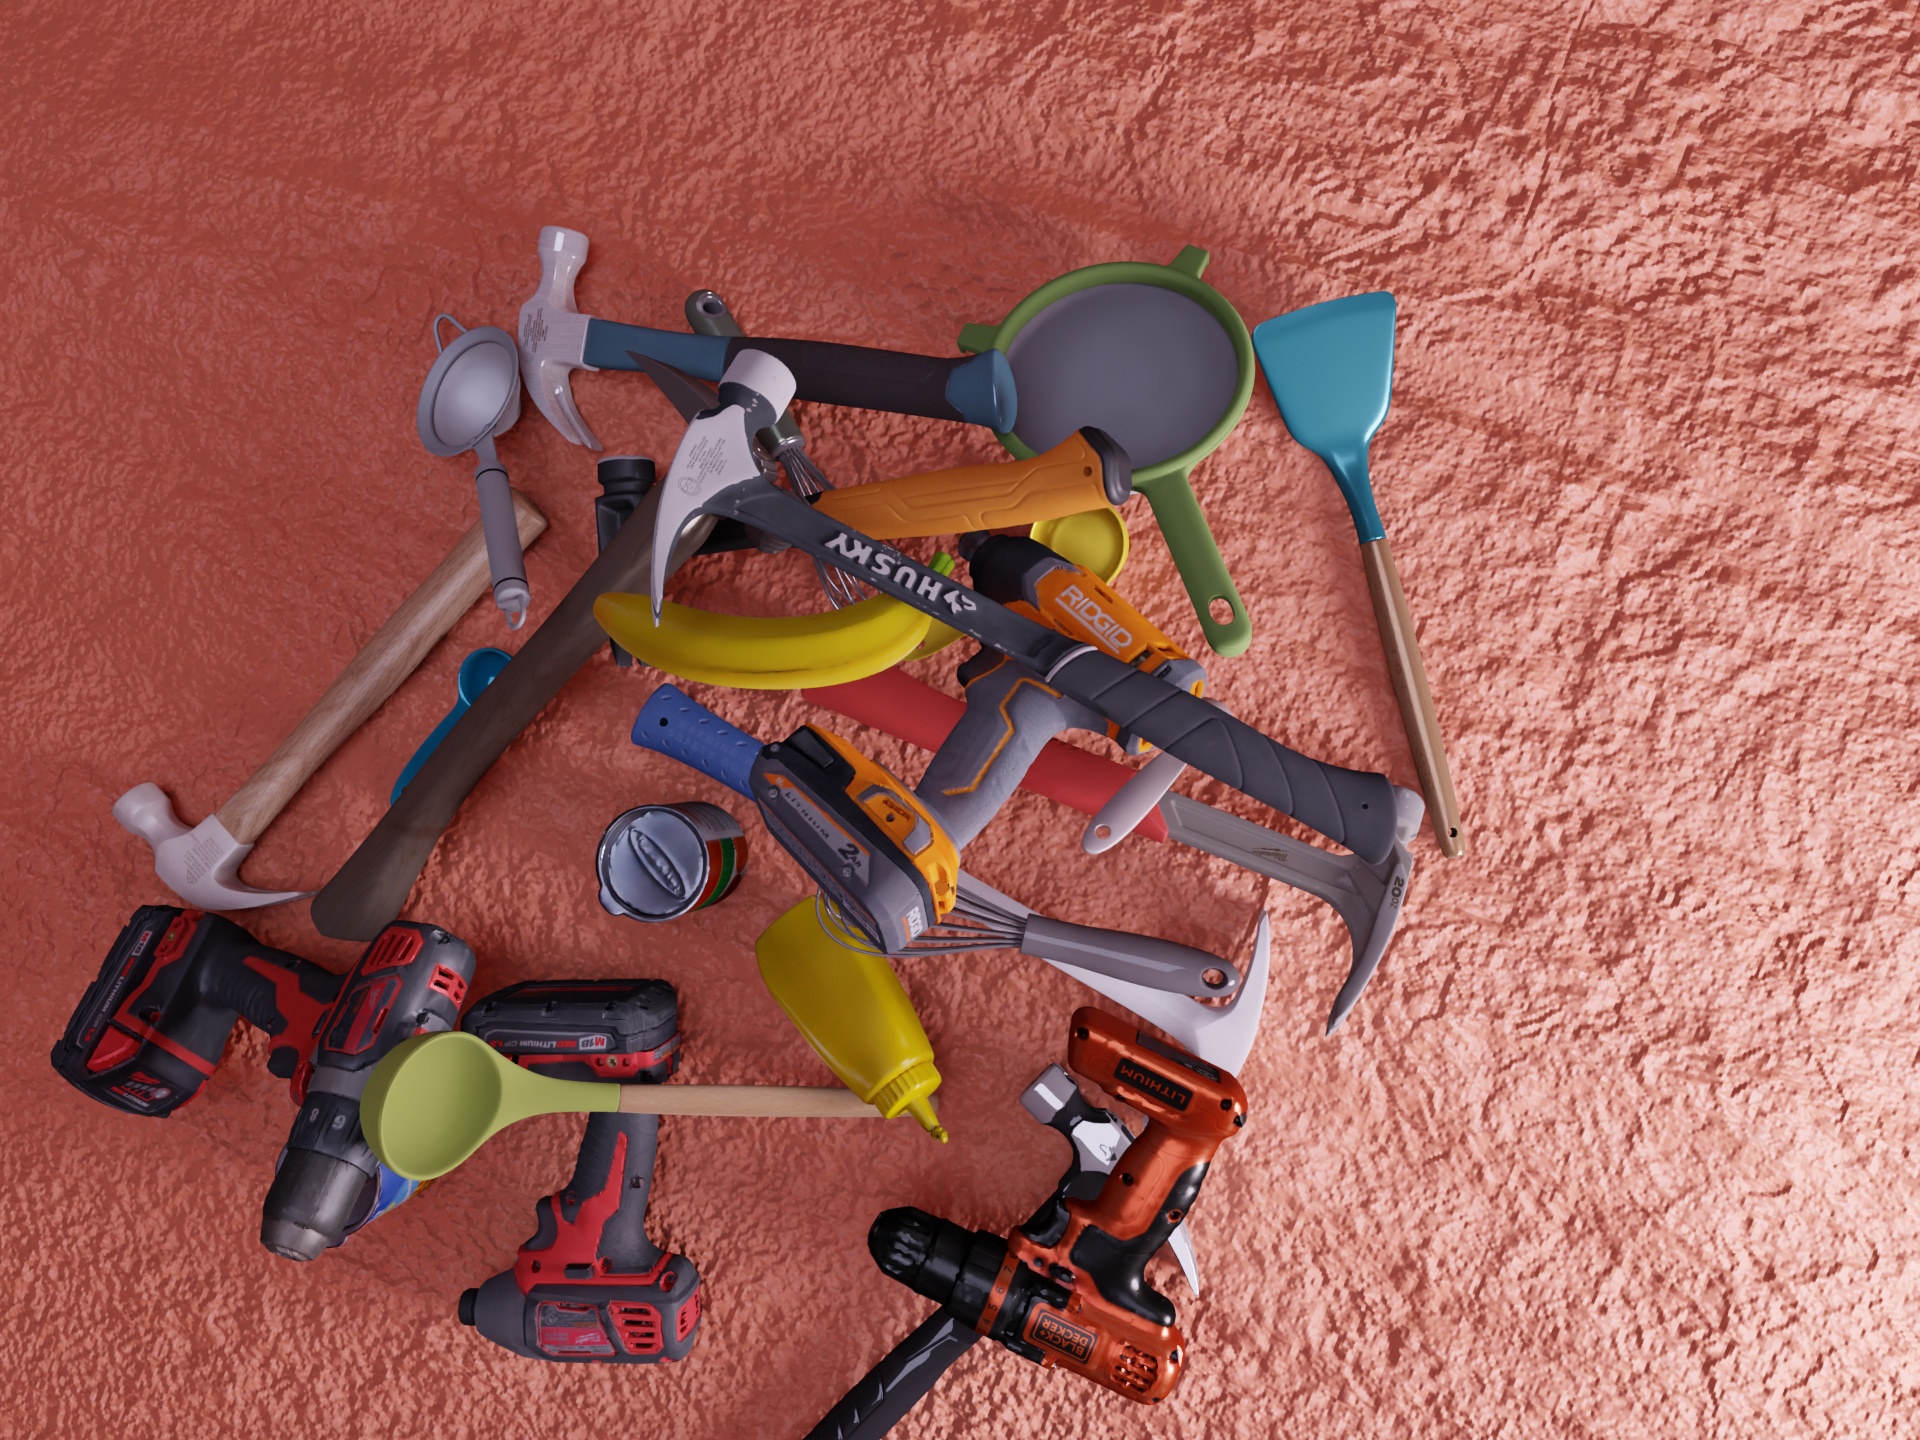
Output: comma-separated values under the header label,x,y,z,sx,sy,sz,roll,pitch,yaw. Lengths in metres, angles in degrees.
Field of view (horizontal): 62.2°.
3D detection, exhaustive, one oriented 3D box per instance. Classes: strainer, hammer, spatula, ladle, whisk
label,x,y,z,sx,sy,sz,roll,pitch,yaw
strainer,0.106,-0.135,0.877,0.151,0.069,0.257,-20,65,1
strainer,-0.275,-0.146,0.931,0.087,0.050,0.259,-35,51,18
hammer,-0.009,0.366,0.924,0.146,0.035,0.335,45,95,8
hammer,-0.262,-0.025,0.935,0.410,0.038,0.146,-46,71,16
spatula,0.239,-0.077,0.894,0.082,0.044,0.317,-14,88,1
hammer,-0.009,0.087,0.930,0.405,0.035,0.144,29,93,8
hammer,-0.064,-0.107,0.886,0.337,0.034,0.127,-5,88,28
ladle,-0.160,0.212,0.874,0.320,0.062,0.078,6,93,-20
whisk,-0.099,-0.155,0.948,0.058,0.059,0.246,-25,79,-30
hammer,-0.376,-0.013,0.989,0.130,0.031,0.331,45,95,7
hammer,-0.119,-0.207,0.915,0.331,0.033,0.128,13,94,24
hammer,0.071,0.044,0.897,0.359,0.036,0.149,21,60,12
whisk,0.036,0.121,0.882,0.239,0.055,0.055,12,90,4
hammer,0.036,-0.033,0.796,0.409,0.036,0.149,28,69,-2

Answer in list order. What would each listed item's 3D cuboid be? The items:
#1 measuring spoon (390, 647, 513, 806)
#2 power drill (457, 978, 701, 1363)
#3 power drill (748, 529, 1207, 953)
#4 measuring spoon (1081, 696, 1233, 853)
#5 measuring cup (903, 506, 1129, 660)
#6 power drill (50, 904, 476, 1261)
label,x,y,z,sx,sy,sz,roll,pitch,yaw
measuring spoon,-0.313,0.008,0.990,0.042,0.021,0.128,42,104,6
power drill,-0.231,0.269,0.941,0.143,0.078,0.219,-2,91,8
power drill,-0.001,-0.003,0.858,0.226,0.084,0.164,-40,67,-16
measuring spoon,0.108,0.028,0.875,0.034,0.018,0.124,37,65,20
measuring cup,0.030,-0.079,0.939,0.156,0.029,0.062,-31,87,18
power drill,-0.401,0.197,0.906,0.227,0.080,0.188,3,57,23
